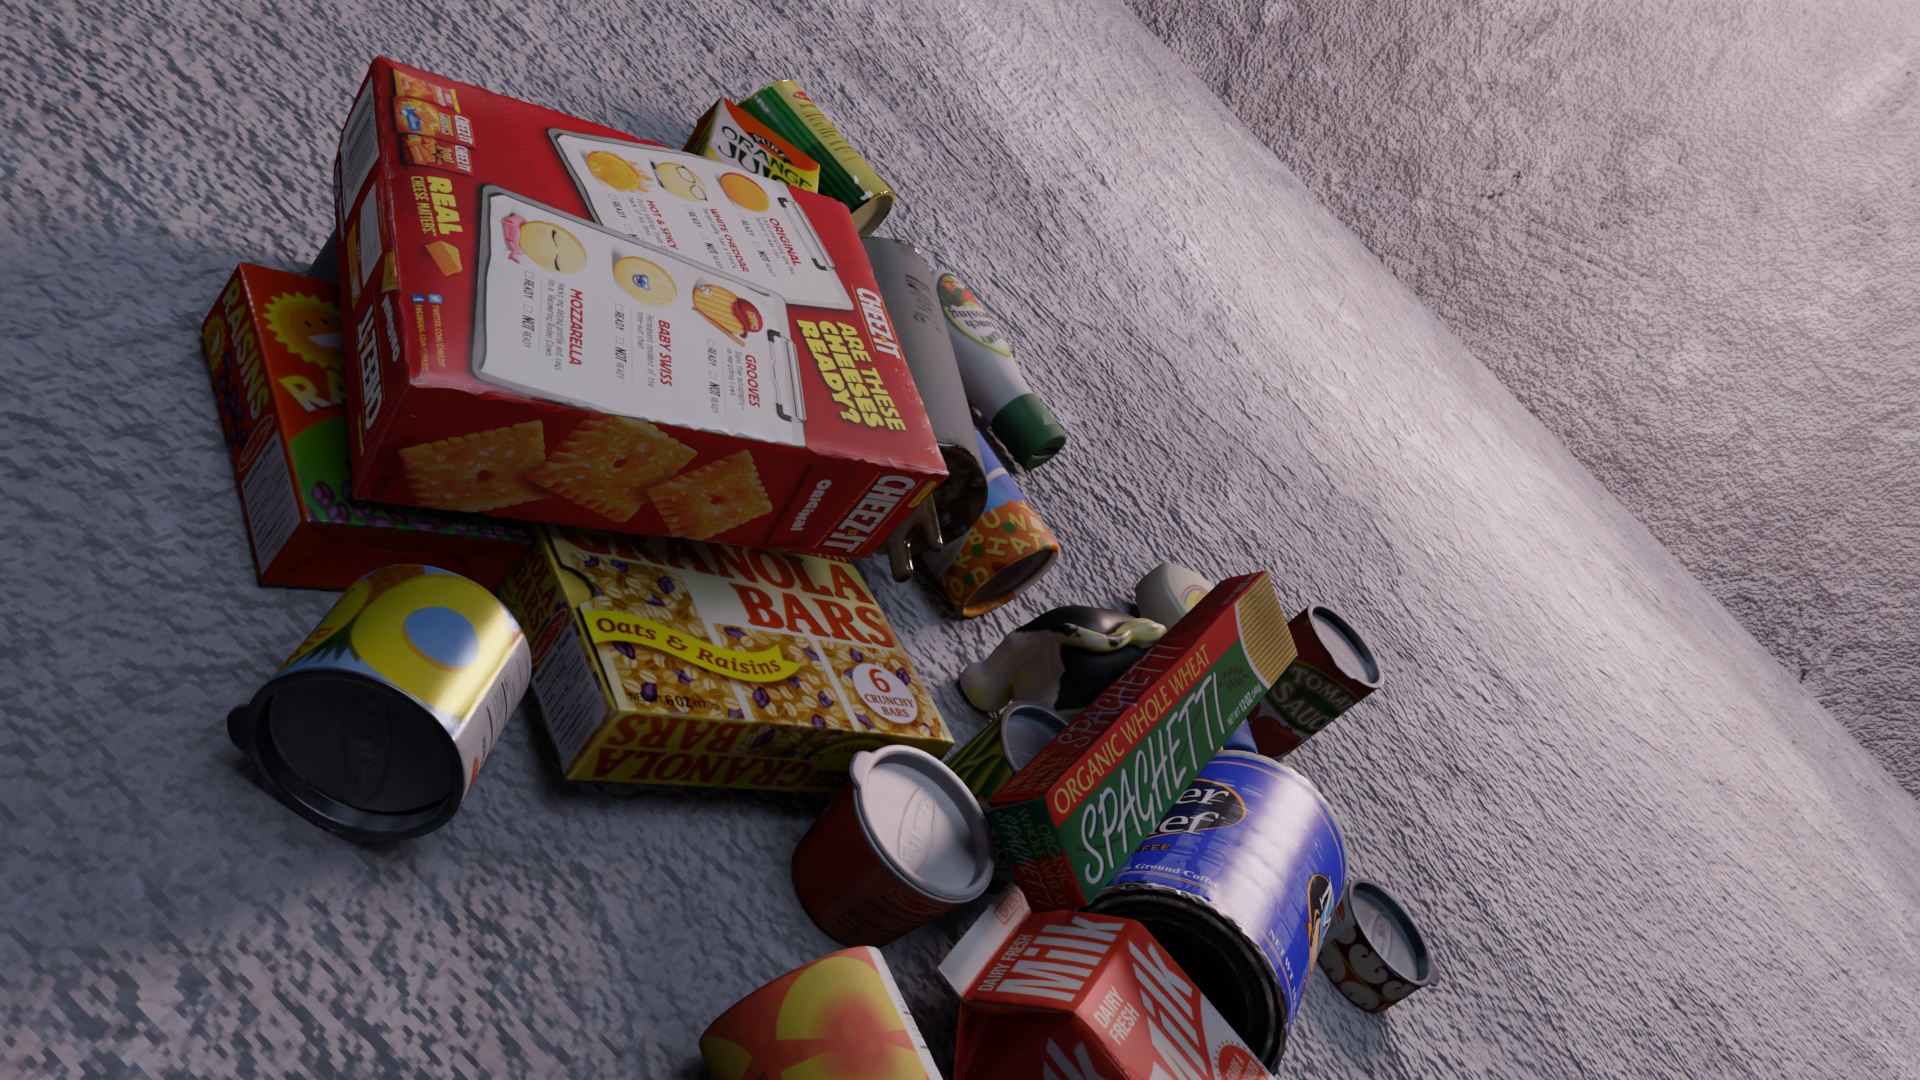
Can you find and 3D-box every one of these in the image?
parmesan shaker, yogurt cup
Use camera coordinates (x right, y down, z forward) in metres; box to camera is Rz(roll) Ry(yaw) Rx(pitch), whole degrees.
[{"bbox_3d":[-0.102,-0.245,0.921,0.103,0.071,0.071,49,28,6],"label":"parmesan shaker"},{"bbox_3d":[-0.028,0.122,0.542,0.072,0.053,0.073,33,30,-22],"label":"yogurt cup"}]

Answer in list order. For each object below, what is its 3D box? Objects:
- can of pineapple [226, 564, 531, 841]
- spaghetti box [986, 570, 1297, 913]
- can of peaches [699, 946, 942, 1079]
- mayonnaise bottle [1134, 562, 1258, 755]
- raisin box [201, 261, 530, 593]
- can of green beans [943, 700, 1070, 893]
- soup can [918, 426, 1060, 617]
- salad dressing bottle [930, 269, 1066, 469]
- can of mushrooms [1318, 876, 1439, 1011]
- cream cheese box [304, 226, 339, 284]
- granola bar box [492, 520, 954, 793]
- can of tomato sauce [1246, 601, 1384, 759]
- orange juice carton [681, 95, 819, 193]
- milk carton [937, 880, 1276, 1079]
[{"bbox_3d":[-0.176,0.048,0.430,0.071,0.070,0.058,37,28,-16],"label":"can of pineapple"},{"bbox_3d":[0.092,0.080,0.626,0.251,0.028,0.050,-32,102,-52],"label":"spaghetti box"},{"bbox_3d":[-0.045,0.172,0.443,0.071,0.071,0.058,5,48,-51],"label":"can of peaches"},{"bbox_3d":[0.147,0.080,0.848,0.064,0.041,0.149,31,30,-28],"label":"mayonnaise bottle"},{"bbox_3d":[-0.221,-0.040,0.516,0.086,0.040,0.124,7,47,-48],"label":"raisin box"},{"bbox_3d":[0.025,0.115,0.619,0.071,0.057,0.071,33,30,-22],"label":"can of green beans"},{"bbox_3d":[0.003,-0.009,0.749,0.071,0.071,0.084,-4,55,-56],"label":"soup can"},{"bbox_3d":[0.015,-0.114,0.928,0.064,0.043,0.148,-8,58,-55],"label":"salad dressing bottle"},{"bbox_3d":[0.229,0.226,0.772,0.071,0.033,0.071,33,29,-21],"label":"can of mushrooms"},{"bbox_3d":[-0.217,-0.103,0.590,0.103,0.053,0.024,33,28,-22],"label":"cream cheese box"},{"bbox_3d":[-0.095,0.042,0.560,0.165,0.039,0.124,14,33,-45],"label":"granola bar box"},{"bbox_3d":[0.213,0.091,0.878,0.071,0.082,0.071,33,30,-22],"label":"can of tomato sauce"},{"bbox_3d":[-0.132,-0.189,0.800,0.072,0.072,0.194,31,30,-24],"label":"orange juice carton"},{"bbox_3d":[0.068,0.218,0.524,0.190,0.073,0.072,48,28,7],"label":"milk carton"}]
